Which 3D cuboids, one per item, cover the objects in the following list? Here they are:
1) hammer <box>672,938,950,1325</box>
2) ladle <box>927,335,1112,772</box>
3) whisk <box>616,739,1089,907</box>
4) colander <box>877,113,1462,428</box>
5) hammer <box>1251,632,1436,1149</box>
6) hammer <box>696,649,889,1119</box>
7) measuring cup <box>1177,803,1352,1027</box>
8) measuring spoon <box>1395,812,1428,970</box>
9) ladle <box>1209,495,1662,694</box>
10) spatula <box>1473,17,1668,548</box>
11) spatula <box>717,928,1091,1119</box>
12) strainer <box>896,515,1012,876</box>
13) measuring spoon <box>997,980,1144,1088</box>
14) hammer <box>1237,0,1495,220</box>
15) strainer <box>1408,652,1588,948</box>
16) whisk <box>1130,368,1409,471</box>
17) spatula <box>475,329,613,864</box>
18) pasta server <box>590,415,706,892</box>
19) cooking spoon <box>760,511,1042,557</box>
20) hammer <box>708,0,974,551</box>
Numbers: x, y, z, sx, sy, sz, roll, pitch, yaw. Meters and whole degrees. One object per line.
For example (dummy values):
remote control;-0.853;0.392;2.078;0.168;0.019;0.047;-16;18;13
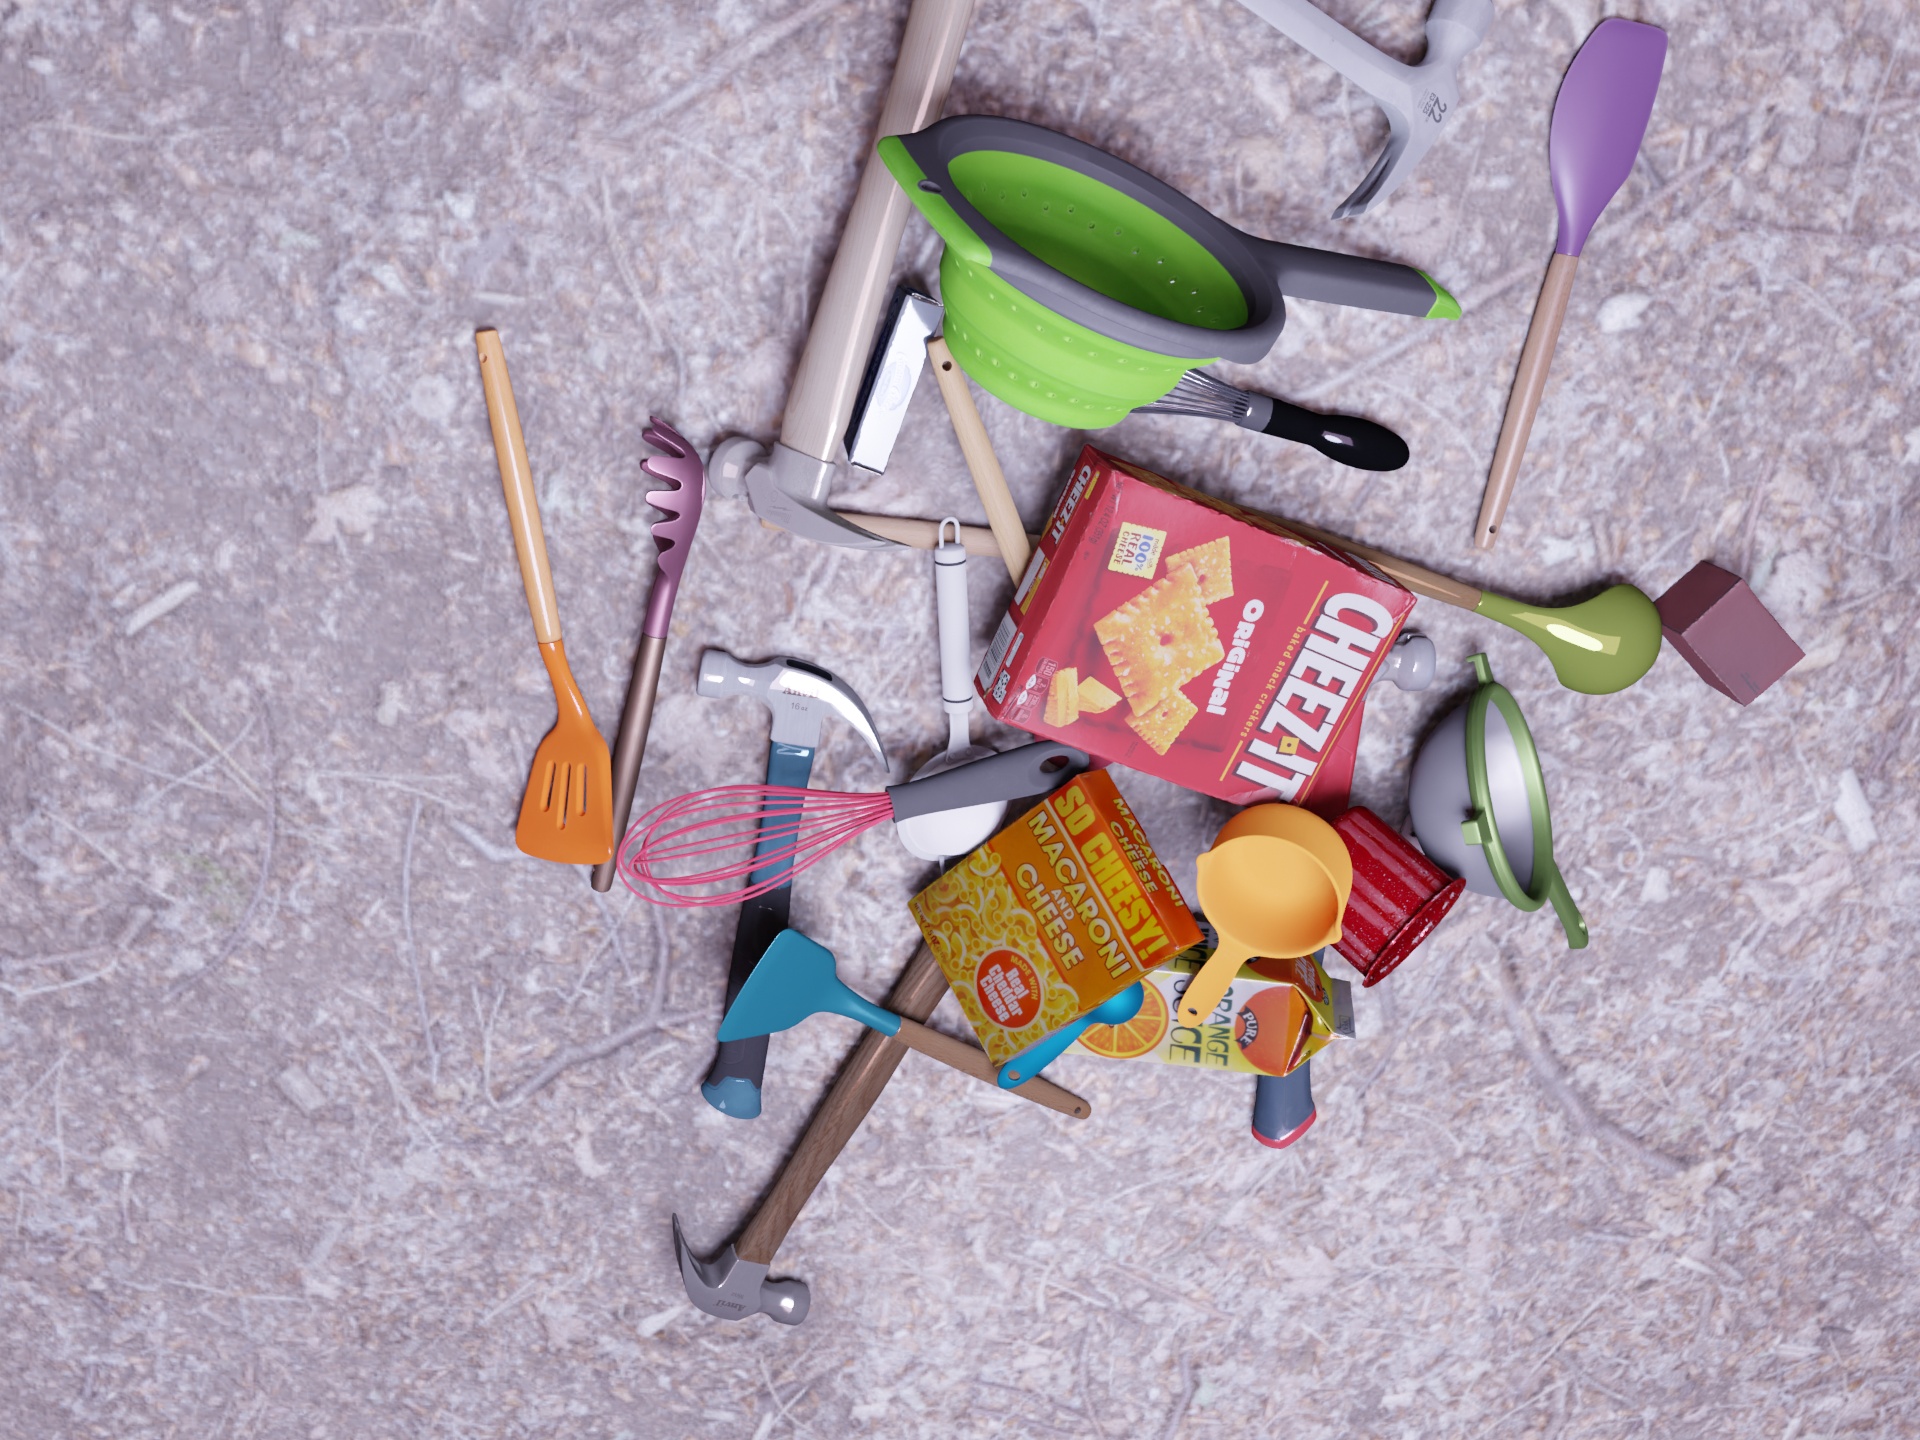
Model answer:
hammer;-0.092;0.284;1.108;0.130;0.031;0.331;24;103;-33
ladle;0.041;-0.089;0.968;0.069;0.031;0.315;-24;120;-1
whisk;-0.061;0.055;0.967;0.296;0.073;0.073;-13;112;-11
colander;0.122;-0.221;0.867;0.397;0.205;0.094;-3;137;-36
hammer;0.223;0.123;1.092;0.143;0.038;0.386;2;111;-6
hammer;-0.129;0.118;1.050;0.128;0.033;0.331;8;110;-9
measuring cup;0.178;0.123;0.984;0.095;0.052;0.173;29;130;8
measuring spoon;0.316;0.122;1.113;0.034;0.018;0.124;-4;111;-5
ladle;0.305;-0.090;1.025;0.320;0.062;0.078;18;113;-6
spatula;0.361;-0.259;0.973;0.059;0.018;0.315;7;109;-9
spatula;-0.022;0.219;1.061;0.317;0.044;0.082;30;94;-31
strainer;-0.002;-0.003;1.005;0.087;0.050;0.258;-14;115;-25
measuring spoon;0.068;0.208;1.039;0.042;0.021;0.128;43;112;-6
hammer;0.101;-0.411;0.828;0.405;0.035;0.144;23;91;-23
strainer;0.361;0.085;1.076;0.069;0.152;0.256;-11;136;31
whisk;0.147;-0.195;0.953;0.284;0.070;0.070;12;109;-17
spatula;-0.257;-0.069;0.956;0.081;0.041;0.322;4;112;29
pasta server;-0.201;-0.030;0.980;0.040;0.060;0.316;8;114;-19
cooking spoon;0.036;-0.109;0.990;0.319;0.017;0.068;5;125;-9
hammer;-0.030;-0.297;0.863;0.038;0.146;0.410;2;111;-50
